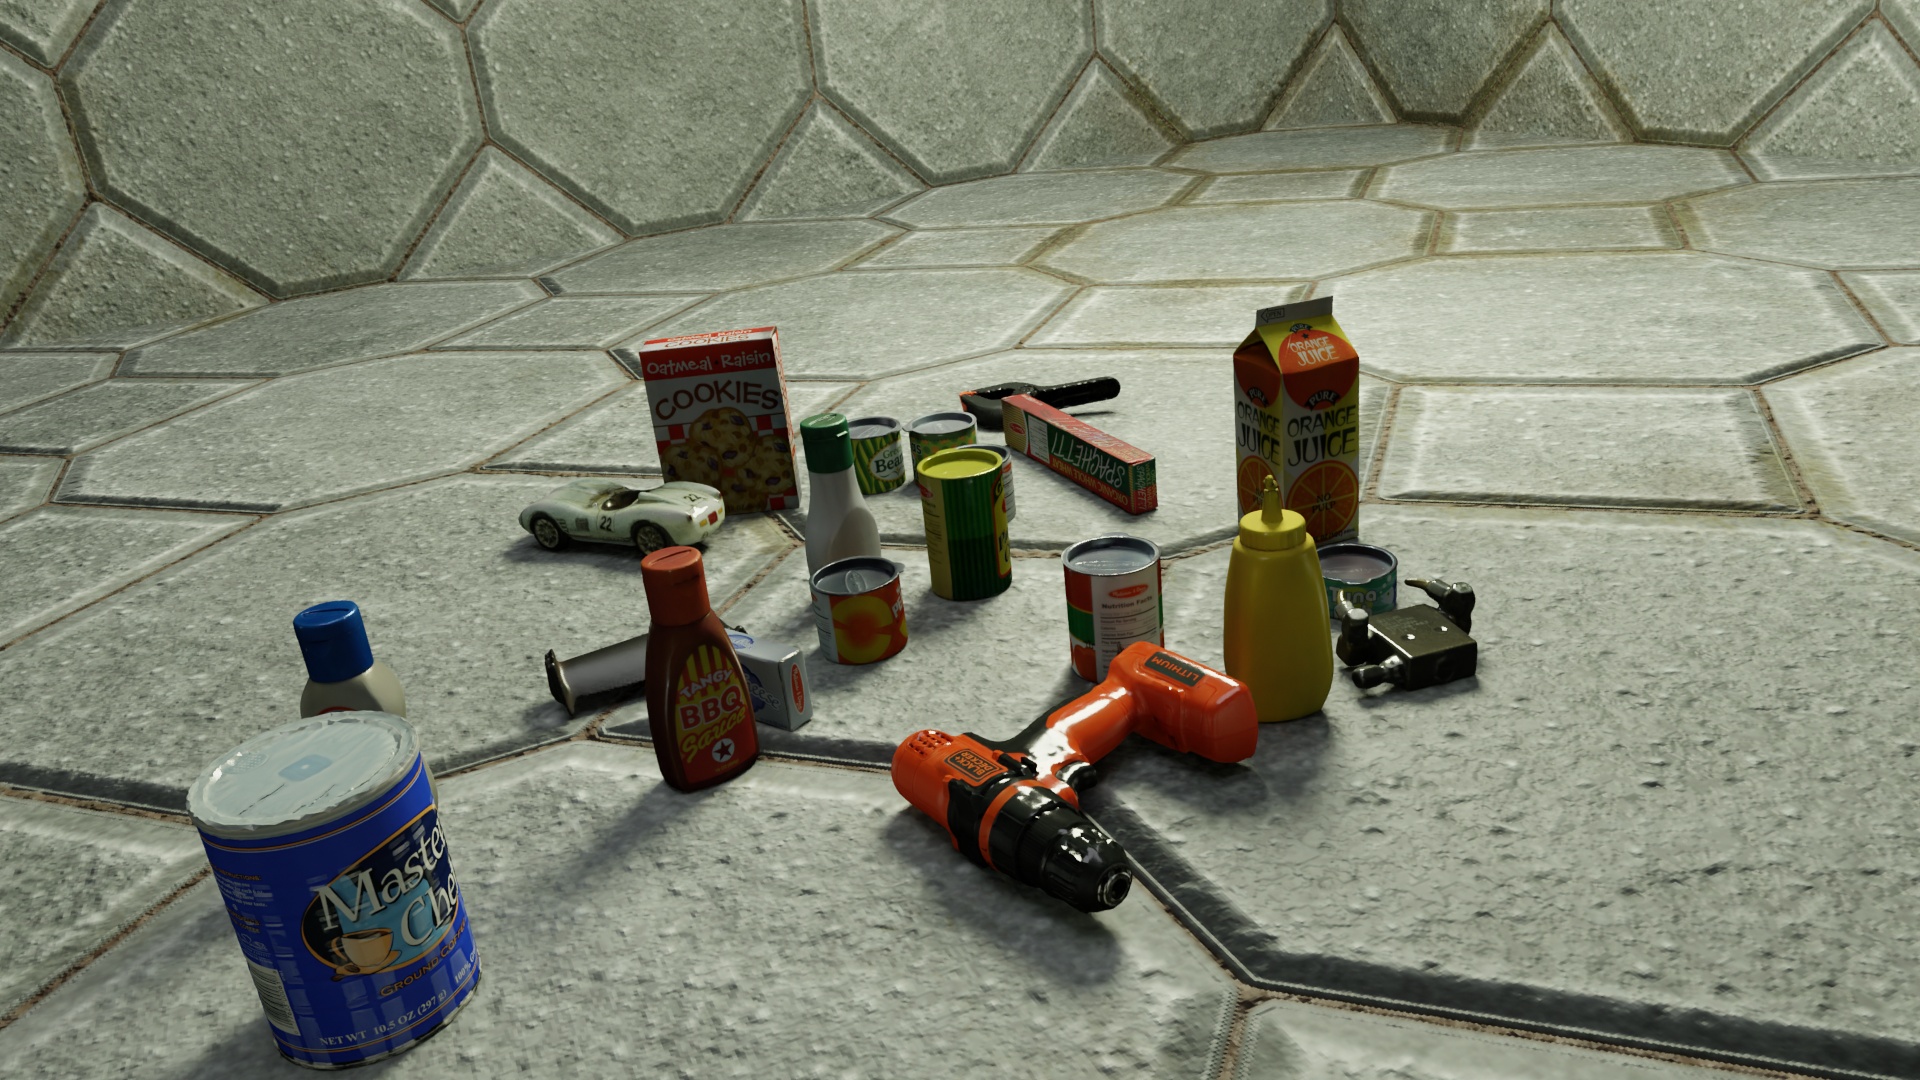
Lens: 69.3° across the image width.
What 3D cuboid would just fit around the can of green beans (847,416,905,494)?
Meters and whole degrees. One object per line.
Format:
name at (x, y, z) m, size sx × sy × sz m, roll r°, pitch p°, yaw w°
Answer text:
can of green beans at (-0.088, -0.082, 1.334) m, size 0.071 × 0.057 × 0.071 m, roll -5°, pitch 22°, yaw 2°

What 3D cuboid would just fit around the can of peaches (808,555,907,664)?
can of peaches at (-0.072, 0.050, 1.014) m, size 0.071 × 0.057 × 0.071 m, roll -5°, pitch 22°, yaw 2°

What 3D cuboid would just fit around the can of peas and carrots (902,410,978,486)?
can of peas and carrots at (-0.017, -0.085, 1.322) m, size 0.071 × 0.058 × 0.071 m, roll -5°, pitch 22°, yaw 2°

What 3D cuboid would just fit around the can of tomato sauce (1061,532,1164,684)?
can of tomato sauce at (0.104, 0.046, 0.945) m, size 0.071 × 0.082 × 0.071 m, roll -5°, pitch 22°, yaw 2°

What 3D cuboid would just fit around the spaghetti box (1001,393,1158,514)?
spaghetti box at (0.107, -0.084, 1.299) m, size 0.029 × 0.050 × 0.250 m, roll -15°, pitch 24°, yaw -21°

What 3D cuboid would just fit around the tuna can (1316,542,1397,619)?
tuna can at (0.281, 0.030, 1.002) m, size 0.071 × 0.032 × 0.071 m, roll -5°, pitch 23°, yaw 2°

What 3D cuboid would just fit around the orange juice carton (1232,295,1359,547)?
orange juice carton at (0.265, -0.094, 1.096) m, size 0.072 × 0.191 × 0.073 m, roll -13°, pitch 23°, yaw -17°

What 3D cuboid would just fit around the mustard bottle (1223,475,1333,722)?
mustard bottle at (0.194, 0.033, 0.854) m, size 0.065 × 0.159 × 0.049 m, roll -9°, pitch 22°, yaw -6°

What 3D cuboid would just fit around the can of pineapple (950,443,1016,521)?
can of pineapple at (0.013, -0.048, 1.227) m, size 0.071 × 0.057 × 0.071 m, roll -5°, pitch 22°, yaw 2°

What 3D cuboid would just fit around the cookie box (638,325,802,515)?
cookie box at (-0.220, -0.108, 1.288) m, size 0.123 × 0.166 × 0.040 m, roll -6°, pitch 22°, yaw 0°

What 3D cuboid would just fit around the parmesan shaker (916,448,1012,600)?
parmesan shaker at (0.004, -0.014, 1.088) m, size 0.071 × 0.102 × 0.071 m, roll -5°, pitch 22°, yaw 2°

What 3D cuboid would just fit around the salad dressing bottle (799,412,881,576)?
salad dressing bottle at (-0.096, -0.025, 1.083) m, size 0.044 × 0.147 × 0.064 m, roll 13°, pitch 29°, yaw 39°

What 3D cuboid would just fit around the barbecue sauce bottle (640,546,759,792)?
barbecue sauce bottle at (-0.166, 0.078, 0.856) m, size 0.065 × 0.148 × 0.044 m, roll -22°, pitch 27°, yaw -34°

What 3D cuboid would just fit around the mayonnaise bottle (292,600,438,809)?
mayonnaise bottle at (-0.361, 0.109, 0.832) m, size 0.065 × 0.147 × 0.041 m, roll -5°, pitch 22°, yaw 3°

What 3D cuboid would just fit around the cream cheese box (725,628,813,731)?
cream cheese box at (-0.148, 0.091, 0.943) m, size 0.104 × 0.053 × 0.024 m, roll 11°, pitch 28°, yaw 36°
